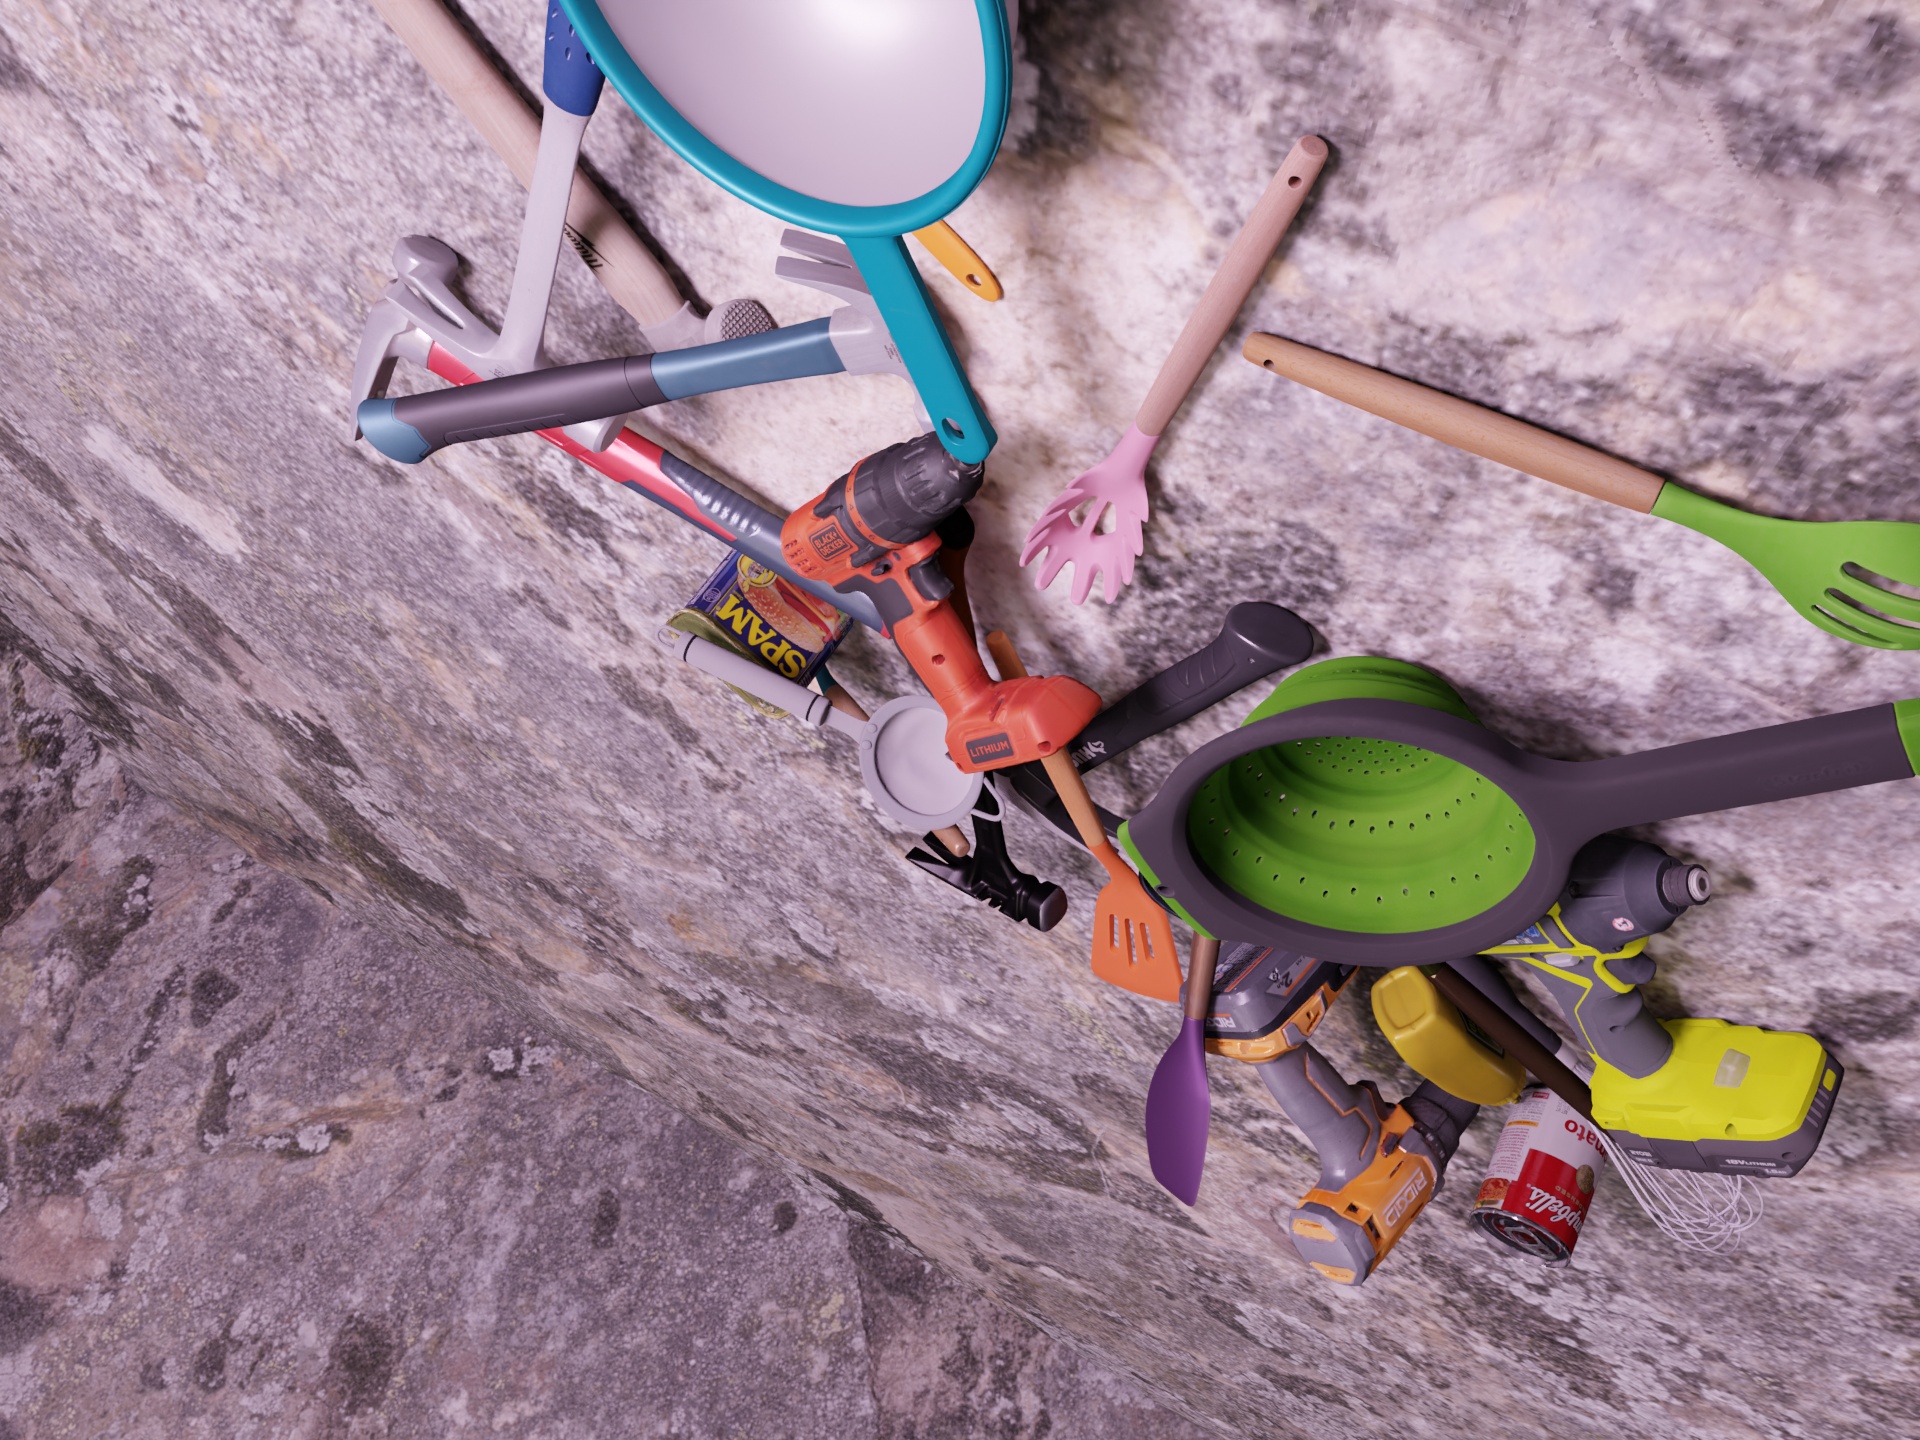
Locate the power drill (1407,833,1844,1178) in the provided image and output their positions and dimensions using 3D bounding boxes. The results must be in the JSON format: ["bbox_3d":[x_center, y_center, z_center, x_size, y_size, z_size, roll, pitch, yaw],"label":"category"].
[{"bbox_3d":[0.376,0.152,0.879,0.223,0.080,0.171,47,151,-17],"label":"power drill"}]

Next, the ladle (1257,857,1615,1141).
[{"bbox_3d":[0.293,0.172,0.953,0.320,0.062,0.078,40,-166,-12],"label":"ladle"}]

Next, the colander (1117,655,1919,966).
[{"bbox_3d":[0.273,0.016,0.779,0.397,0.095,0.204,-15,131,34],"label":"colander"}]

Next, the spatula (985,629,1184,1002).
[{"bbox_3d":[0.076,0.068,1.031,0.081,0.041,0.322,11,143,39],"label":"spatula"}]

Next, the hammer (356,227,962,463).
[{"bbox_3d":[-0.168,-0.178,0.839,0.331,0.033,0.128,-6,144,17],"label":"hammer"}]

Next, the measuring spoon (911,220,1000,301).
[{"bbox_3d":[-0.026,-0.239,0.754,0.117,0.011,0.021,42,152,-14],"label":"measuring spoon"}]

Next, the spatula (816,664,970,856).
[{"bbox_3d":[-0.085,0.002,1.101,0.318,0.044,0.082,47,165,43],"label":"spatula"}]

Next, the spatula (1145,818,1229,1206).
[{"bbox_3d":[0.150,0.161,1.000,0.060,0.018,0.315,30,120,51],"label":"spatula"}]

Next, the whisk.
[{"bbox_3d":[0.402,0.235,1.014,0.284,0.070,0.070,43,152,-6],"label":"whisk"}]

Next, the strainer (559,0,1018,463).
[{"bbox_3d":[-0.032,-0.257,0.645,0.211,0.095,0.340,14,149,34],"label":"strainer"}]

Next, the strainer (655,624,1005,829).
[{"bbox_3d":[-0.081,-0.005,1.006,0.258,0.050,0.086,26,112,10],"label":"strainer"}]

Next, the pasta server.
[{"bbox_3d":[0.096,-0.148,0.742,0.060,0.040,0.316,23,152,-4],"label":"pasta server"}]

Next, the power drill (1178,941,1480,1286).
[{"bbox_3d":[0.262,0.235,1.075,0.084,0.185,0.226,-13,108,55],"label":"power drill"}]

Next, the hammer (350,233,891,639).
[{"bbox_3d":[-0.209,-0.150,1.020,0.386,0.038,0.143,31,121,-1],"label":"hammer"}]

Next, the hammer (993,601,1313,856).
[{"bbox_3d":[0.109,0.004,0.976,0.146,0.035,0.334,39,152,-8],"label":"hammer"}]

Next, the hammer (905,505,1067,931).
[{"bbox_3d":[-0.002,-0.003,1.024,0.127,0.034,0.336,24,141,33],"label":"hammer"}]

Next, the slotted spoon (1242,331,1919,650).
[{"bbox_3d":[0.260,-0.100,0.653,0.314,0.031,0.070,26,152,18],"label":"slotted spoon"}]

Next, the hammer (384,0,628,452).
[{"bbox_3d":[-0.195,-0.292,0.762,0.144,0.035,0.405,32,144,-3],"label":"hammer"}]

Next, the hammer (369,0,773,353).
[{"bbox_3d":[-0.266,-0.339,0.832,0.146,0.038,0.410,1,138,49],"label":"hammer"}]
